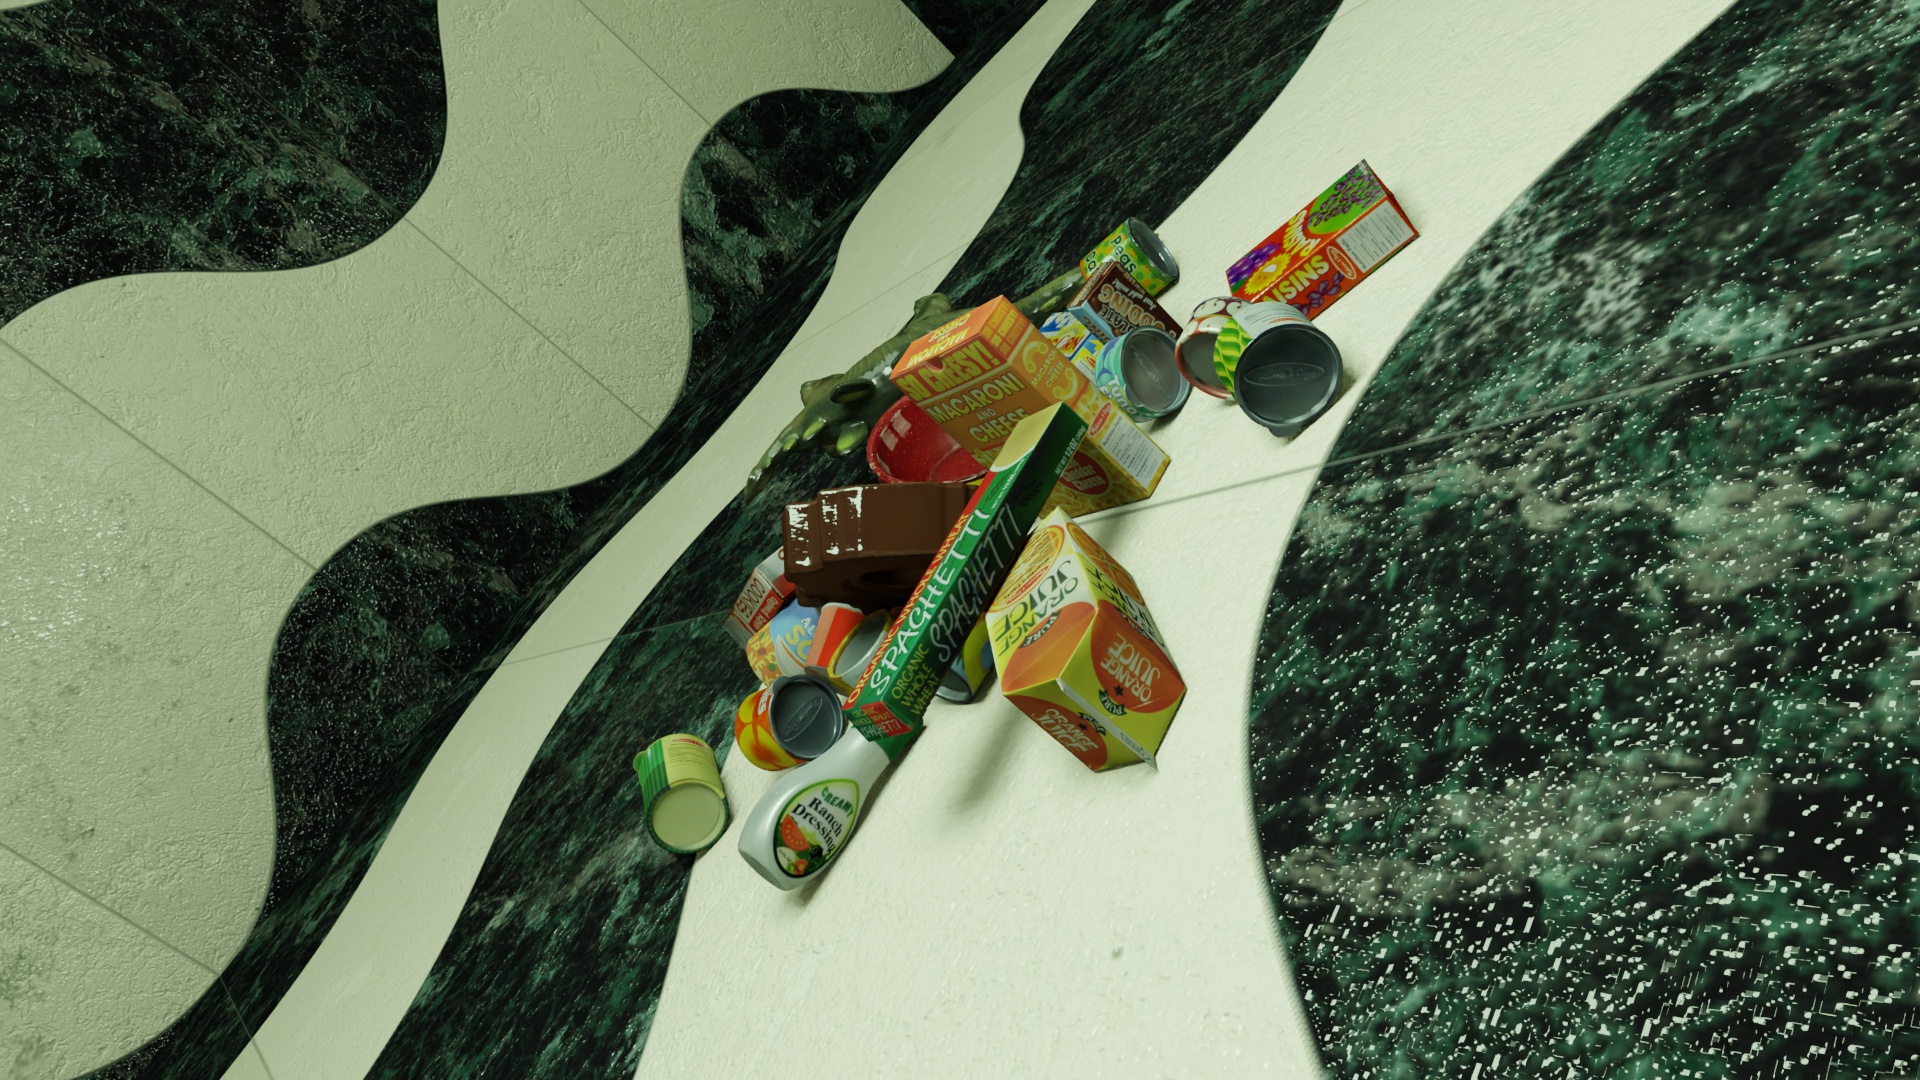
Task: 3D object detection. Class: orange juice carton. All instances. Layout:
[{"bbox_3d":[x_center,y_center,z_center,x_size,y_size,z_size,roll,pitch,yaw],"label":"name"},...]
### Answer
[{"bbox_3d":[0.067,0.060,0.788,0.073,0.071,0.193,-44,19,12],"label":"orange juice carton"}]

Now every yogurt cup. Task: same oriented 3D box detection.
[{"bbox_3d":[-0.086,0.087,1.078,0.072,0.072,0.054,-17,44,56],"label":"yogurt cup"}]

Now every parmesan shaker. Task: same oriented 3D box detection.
[{"bbox_3d":[-0.231,0.207,1.142,0.071,0.071,0.103,-48,19,-1],"label":"parmesan shaker"}]

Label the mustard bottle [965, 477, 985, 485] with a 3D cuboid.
[{"bbox_3d":[0.004,-0.014,1.078,0.160,0.065,0.049,-28,58,23],"label":"mustard bottle"}]

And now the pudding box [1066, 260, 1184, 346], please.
[{"bbox_3d":[0.129,-0.172,1.084,0.050,0.083,0.030,-51,20,-10],"label":"pudding box"}]

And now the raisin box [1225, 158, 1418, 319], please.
[{"bbox_3d":[0.245,-0.197,0.955,0.123,0.040,0.086,-38,22,23],"label":"raisin box"}]

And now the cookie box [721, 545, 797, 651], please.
[{"bbox_3d":[-0.144,0.029,1.247,0.123,0.040,0.166,-42,-2,-28],"label":"cookie box"}]

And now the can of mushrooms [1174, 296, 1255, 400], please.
[{"bbox_3d":[0.176,-0.126,0.922,0.071,0.071,0.033,-21,34,53],"label":"can of mushrooms"}]

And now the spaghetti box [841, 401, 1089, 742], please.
[{"bbox_3d":[0.007,0.013,0.851,0.050,0.028,0.251,-22,31,53],"label":"spaghetti box"}]

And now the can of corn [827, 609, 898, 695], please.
[{"bbox_3d":[-0.055,0.092,1.006,0.071,0.058,0.071,-41,20,19],"label":"can of corn"}]

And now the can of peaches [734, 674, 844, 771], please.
[{"bbox_3d":[-0.133,0.139,1.064,0.058,0.071,0.071,-26,28,49],"label":"can of peaches"}]

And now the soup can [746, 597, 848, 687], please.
[{"bbox_3d":[-0.129,0.085,1.167,0.083,0.071,0.072,-41,20,21],"label":"soup can"}]

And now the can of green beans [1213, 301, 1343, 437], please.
[{"bbox_3d":[0.193,-0.108,0.852,0.071,0.071,0.058,-43,19,14],"label":"can of green beans"}]

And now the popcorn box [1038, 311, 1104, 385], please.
[{"bbox_3d":[0.092,-0.158,1.205,0.085,0.038,0.127,-52,20,-8],"label":"popcorn box"}]

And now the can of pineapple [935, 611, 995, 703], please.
[{"bbox_3d":[-0.007,0.067,0.937,0.071,0.071,0.058,-15,38,58],"label":"can of pineapple"}]

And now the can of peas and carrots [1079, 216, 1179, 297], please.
[{"bbox_3d":[0.144,-0.235,1.196,0.058,0.071,0.071,-38,21,29],"label":"can of peas and carrots"}]

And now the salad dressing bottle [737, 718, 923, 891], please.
[{"bbox_3d":[-0.084,0.164,0.933,0.148,0.064,0.044,-48,25,-24],"label":"salad dressing bottle"}]

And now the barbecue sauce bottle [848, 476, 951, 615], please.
[{"bbox_3d":[-0.049,0.014,1.166,0.064,0.043,0.149,-13,39,47],"label":"barbecue sauce bottle"}]

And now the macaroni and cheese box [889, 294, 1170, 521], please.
[{"bbox_3d":[0.046,-0.085,0.969,0.123,0.166,0.040,-16,37,57],"label":"macaroni and cheese box"}]

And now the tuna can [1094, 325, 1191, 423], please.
[{"bbox_3d":[0.130,-0.118,1.004,0.032,0.071,0.071,-20,33,56],"label":"tuna can"}]
